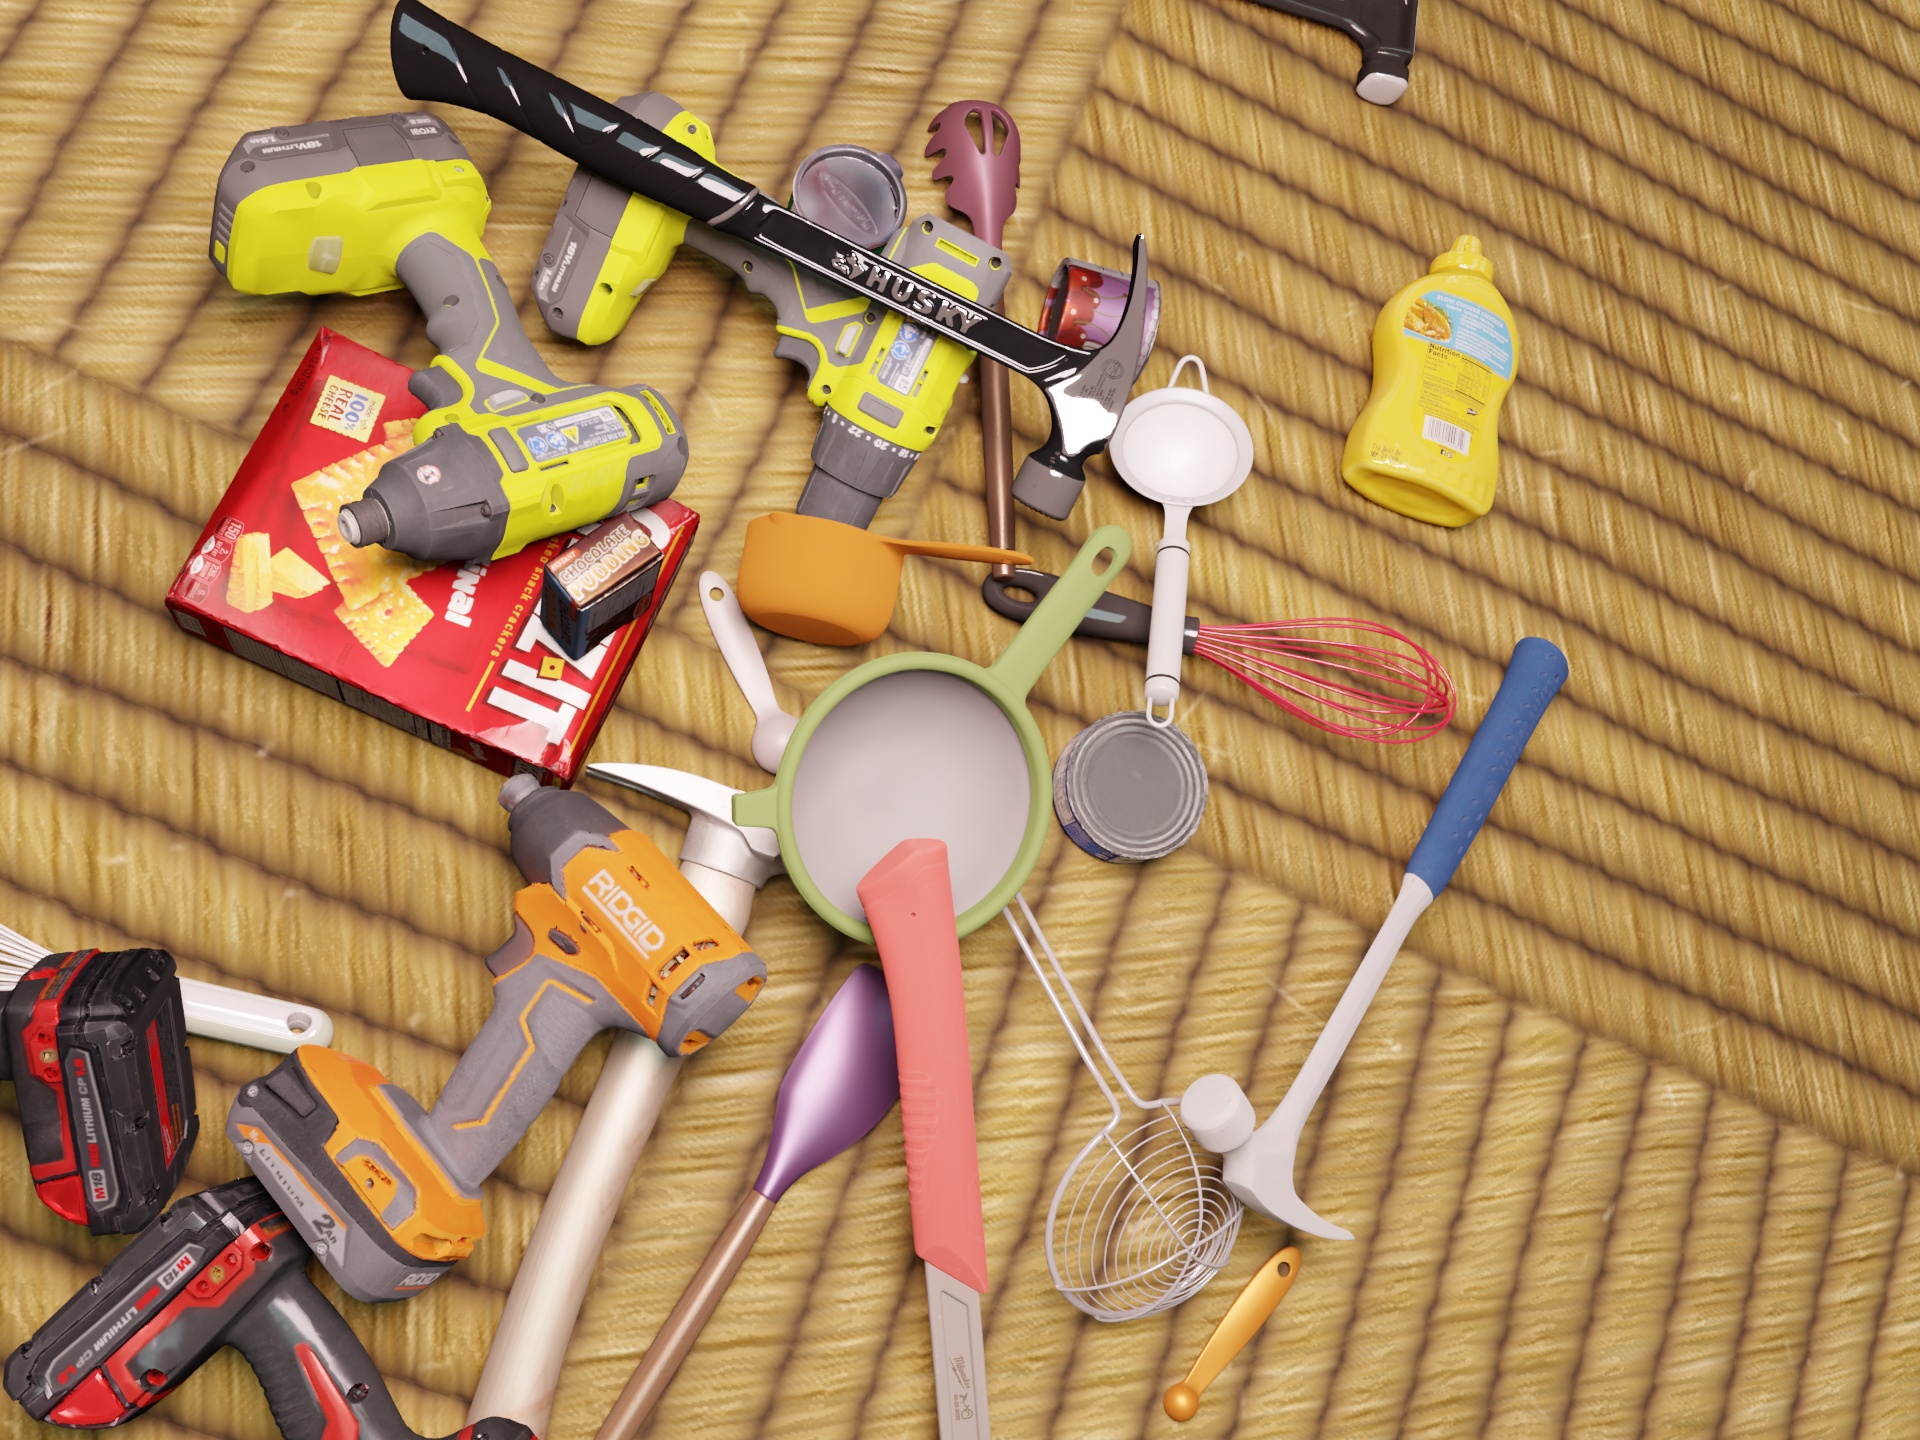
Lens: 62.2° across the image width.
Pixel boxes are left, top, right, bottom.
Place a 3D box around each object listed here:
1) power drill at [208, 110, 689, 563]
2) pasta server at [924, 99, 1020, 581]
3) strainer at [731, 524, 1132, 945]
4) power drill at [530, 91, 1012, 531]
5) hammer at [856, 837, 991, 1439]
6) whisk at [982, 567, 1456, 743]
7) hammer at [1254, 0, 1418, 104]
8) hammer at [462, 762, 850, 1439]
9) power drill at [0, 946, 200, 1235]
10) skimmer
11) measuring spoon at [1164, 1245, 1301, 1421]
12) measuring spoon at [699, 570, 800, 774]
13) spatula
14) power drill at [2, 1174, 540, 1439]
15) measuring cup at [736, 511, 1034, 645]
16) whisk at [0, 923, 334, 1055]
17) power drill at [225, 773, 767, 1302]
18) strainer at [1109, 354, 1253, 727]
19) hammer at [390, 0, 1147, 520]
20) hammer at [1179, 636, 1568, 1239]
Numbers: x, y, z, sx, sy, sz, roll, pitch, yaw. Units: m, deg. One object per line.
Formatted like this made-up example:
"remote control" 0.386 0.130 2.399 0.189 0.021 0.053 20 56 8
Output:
"power drill" -0.259 -0.181 0.771 0.171 0.080 0.223 -26 76 -39
"pasta server" 0.017 -0.234 0.950 0.060 0.040 0.316 1 78 -15
"strainer" -0.001 -0.003 0.835 0.151 0.069 0.256 43 76 -22
"power drill" -0.109 -0.216 0.872 0.228 0.080 0.190 27 106 -4
"hammer" 0.002 0.237 0.791 0.149 0.037 0.359 -6 96 -10
"whisk" 0.156 -0.044 0.942 0.295 0.073 0.073 14 75 -6
"hammer" 0.147 -0.511 1.050 0.336 0.034 0.127 11 76 -13
"hammer" -0.191 0.223 0.797 0.146 0.038 0.411 22 74 -8
"power drill" -0.465 0.174 0.699 0.219 0.079 0.143 -2 107 -11
"skimmer" 0.041 0.150 0.880 0.127 0.090 0.363 -22 75 -23
"measuring spoon" 0.153 0.338 0.878 0.021 0.011 0.117 45 71 -2
"measuring spoon" -0.116 -0.029 0.881 0.034 0.018 0.124 -23 84 -18
"spatula" -0.113 0.269 0.817 0.059 0.018 0.316 36 71 -6
"power drill" -0.309 0.338 0.702 0.227 0.080 0.188 45 80 3
"measuring cup" -0.042 -0.069 0.843 0.174 0.095 0.052 7 78 31
"whisk" -0.423 0.121 0.752 0.246 0.059 0.058 17 46 -15
"power drill" -0.226 0.141 0.756 0.226 0.084 0.164 -43 73 -9
"strainer" 0.123 -0.103 0.924 0.087 0.050 0.259 8 57 2
"hammer" -0.094 -0.255 0.803 0.409 0.036 0.149 25 104 -7
"hammer" 0.260 0.109 0.917 0.406 0.035 0.144 -52 124 -27
